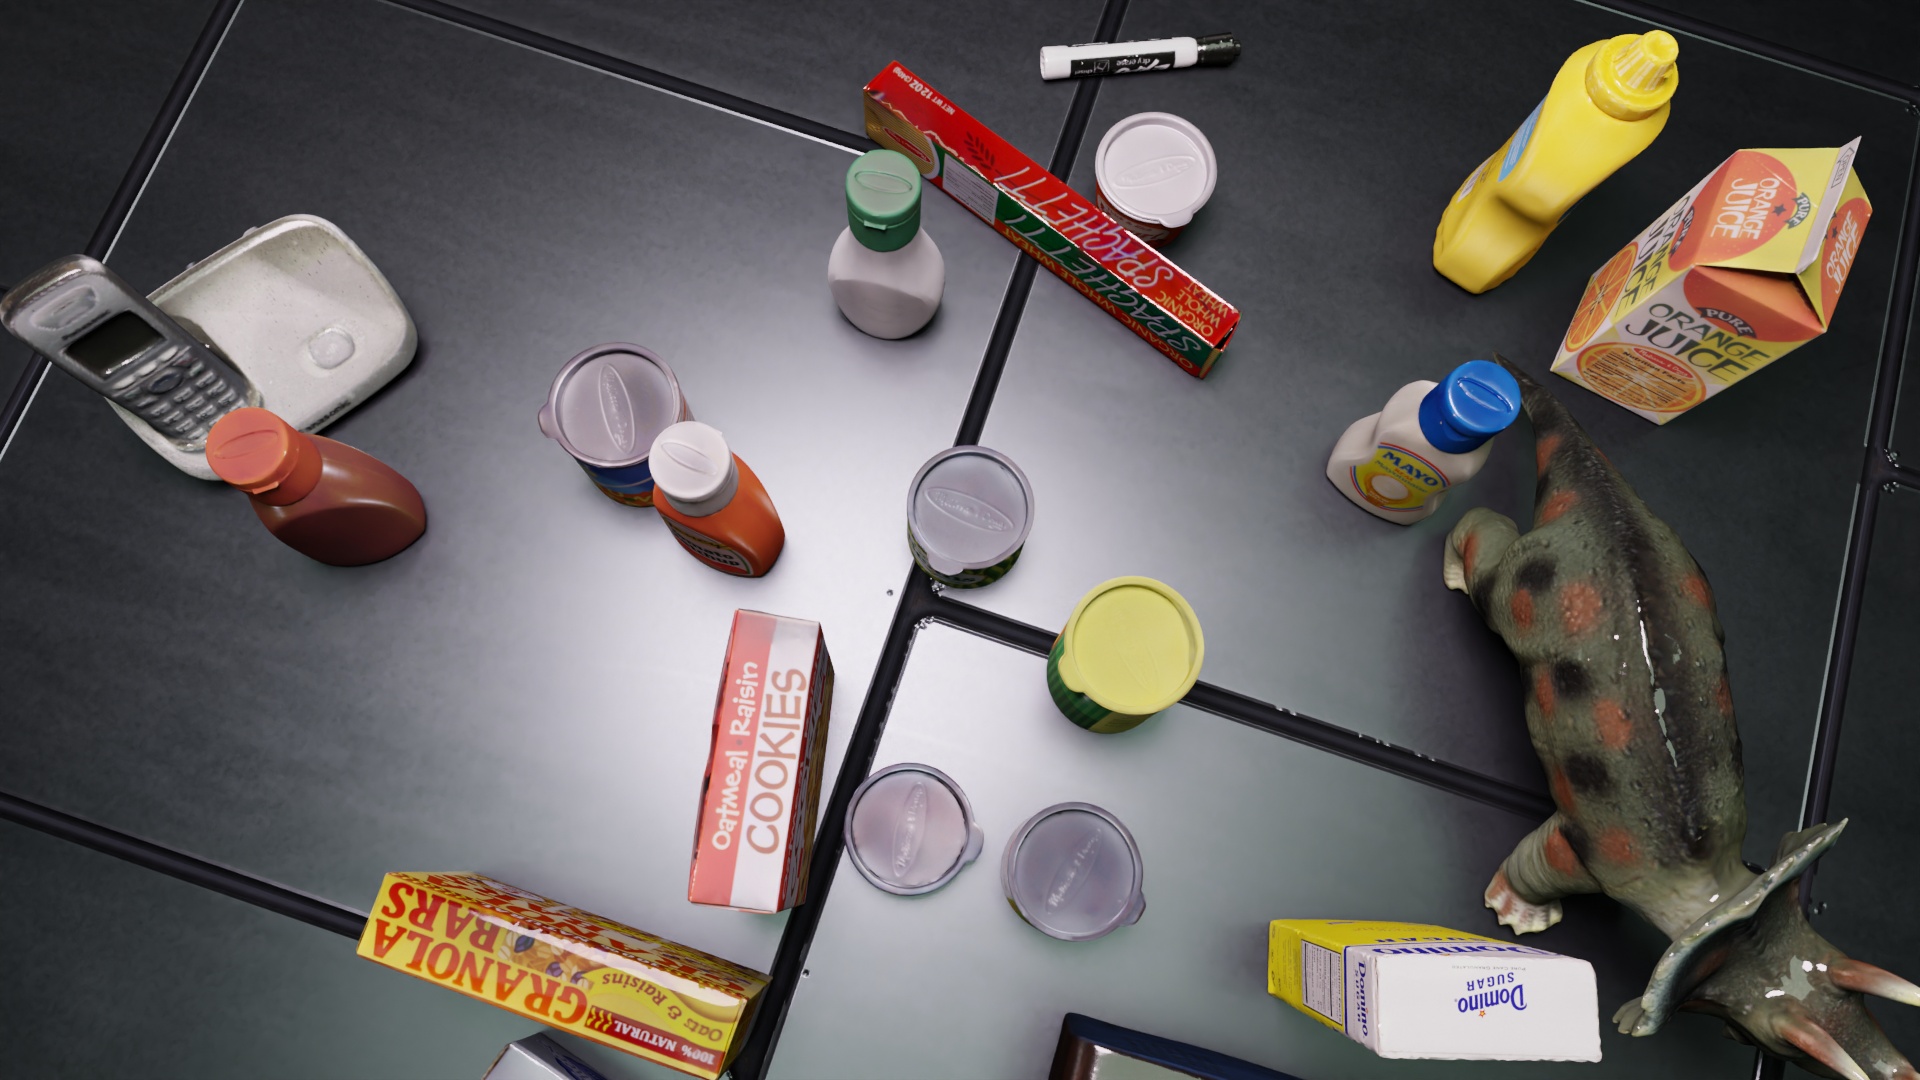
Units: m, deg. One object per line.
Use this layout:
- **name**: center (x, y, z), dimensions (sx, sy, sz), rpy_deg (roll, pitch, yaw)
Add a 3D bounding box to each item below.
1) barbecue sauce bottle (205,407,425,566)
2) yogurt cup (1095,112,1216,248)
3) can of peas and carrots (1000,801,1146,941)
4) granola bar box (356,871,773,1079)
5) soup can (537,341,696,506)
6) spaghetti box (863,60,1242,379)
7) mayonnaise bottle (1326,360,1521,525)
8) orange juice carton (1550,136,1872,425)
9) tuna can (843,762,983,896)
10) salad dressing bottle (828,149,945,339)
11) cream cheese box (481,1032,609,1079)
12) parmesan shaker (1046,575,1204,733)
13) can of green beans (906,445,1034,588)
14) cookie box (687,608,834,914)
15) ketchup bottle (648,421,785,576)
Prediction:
- **barbecue sauce bottle**: center (-0.318, -0.025, 0.683), dimensions (0.065, 0.148, 0.044), rpy_deg (-19, 78, -7)
- **yogurt cup**: center (0.108, -0.202, 0.795), dimensions (0.072, 0.054, 0.072), rpy_deg (1, 76, -2)
- **can of peas and carrots**: center (0.057, 0.168, 0.699), dimensions (0.071, 0.058, 0.071), rpy_deg (1, 76, -2)
- **granola bar box**: center (-0.177, 0.199, 0.647), dimensions (0.166, 0.124, 0.039), rpy_deg (19, 77, 2)
- **soup can**: center (-0.177, -0.058, 0.731), dimensions (0.071, 0.083, 0.071), rpy_deg (1, 76, -2)
- **spaghetti box**: center (0.050, -0.181, 0.789), dimensions (0.250, 0.050, 0.029), rpy_deg (38, 78, 7)
- **mayonnaise bottle**: center (0.239, -0.051, 0.715), dimensions (0.065, 0.147, 0.041), rpy_deg (33, 78, 5)
- **orange juice carton**: center (0.393, -0.133, 0.720), dimensions (0.073, 0.192, 0.072), rpy_deg (27, 77, 4)
- **tuna can**: center (-0.024, 0.149, 0.713), dimensions (0.071, 0.032, 0.071), rpy_deg (1, 76, -2)
- **salad dressing bottle**: center (-0.039, -0.152, 0.728), dimensions (0.064, 0.147, 0.044), rpy_deg (13, 77, 1)
- **cream cheese box**: center (-0.175, 0.275, 0.665), dimensions (0.104, 0.053, 0.024), rpy_deg (33, 78, 5)
- **parmesan shaker**: center (0.078, 0.061, 0.703), dimensions (0.071, 0.103, 0.071), rpy_deg (1, 77, -2)
- **can of green beans**: center (0.004, -0.011, 0.741), dimensions (0.071, 0.057, 0.071), rpy_deg (1, 76, -2)
- **cookie box**: center (-0.089, 0.108, 0.651), dimensions (0.040, 0.167, 0.123), rpy_deg (7, 76, -1)
- **ketchup bottle**: center (-0.124, -0.021, 0.691), dimensions (0.065, 0.148, 0.043), rpy_deg (26, 77, 4)
